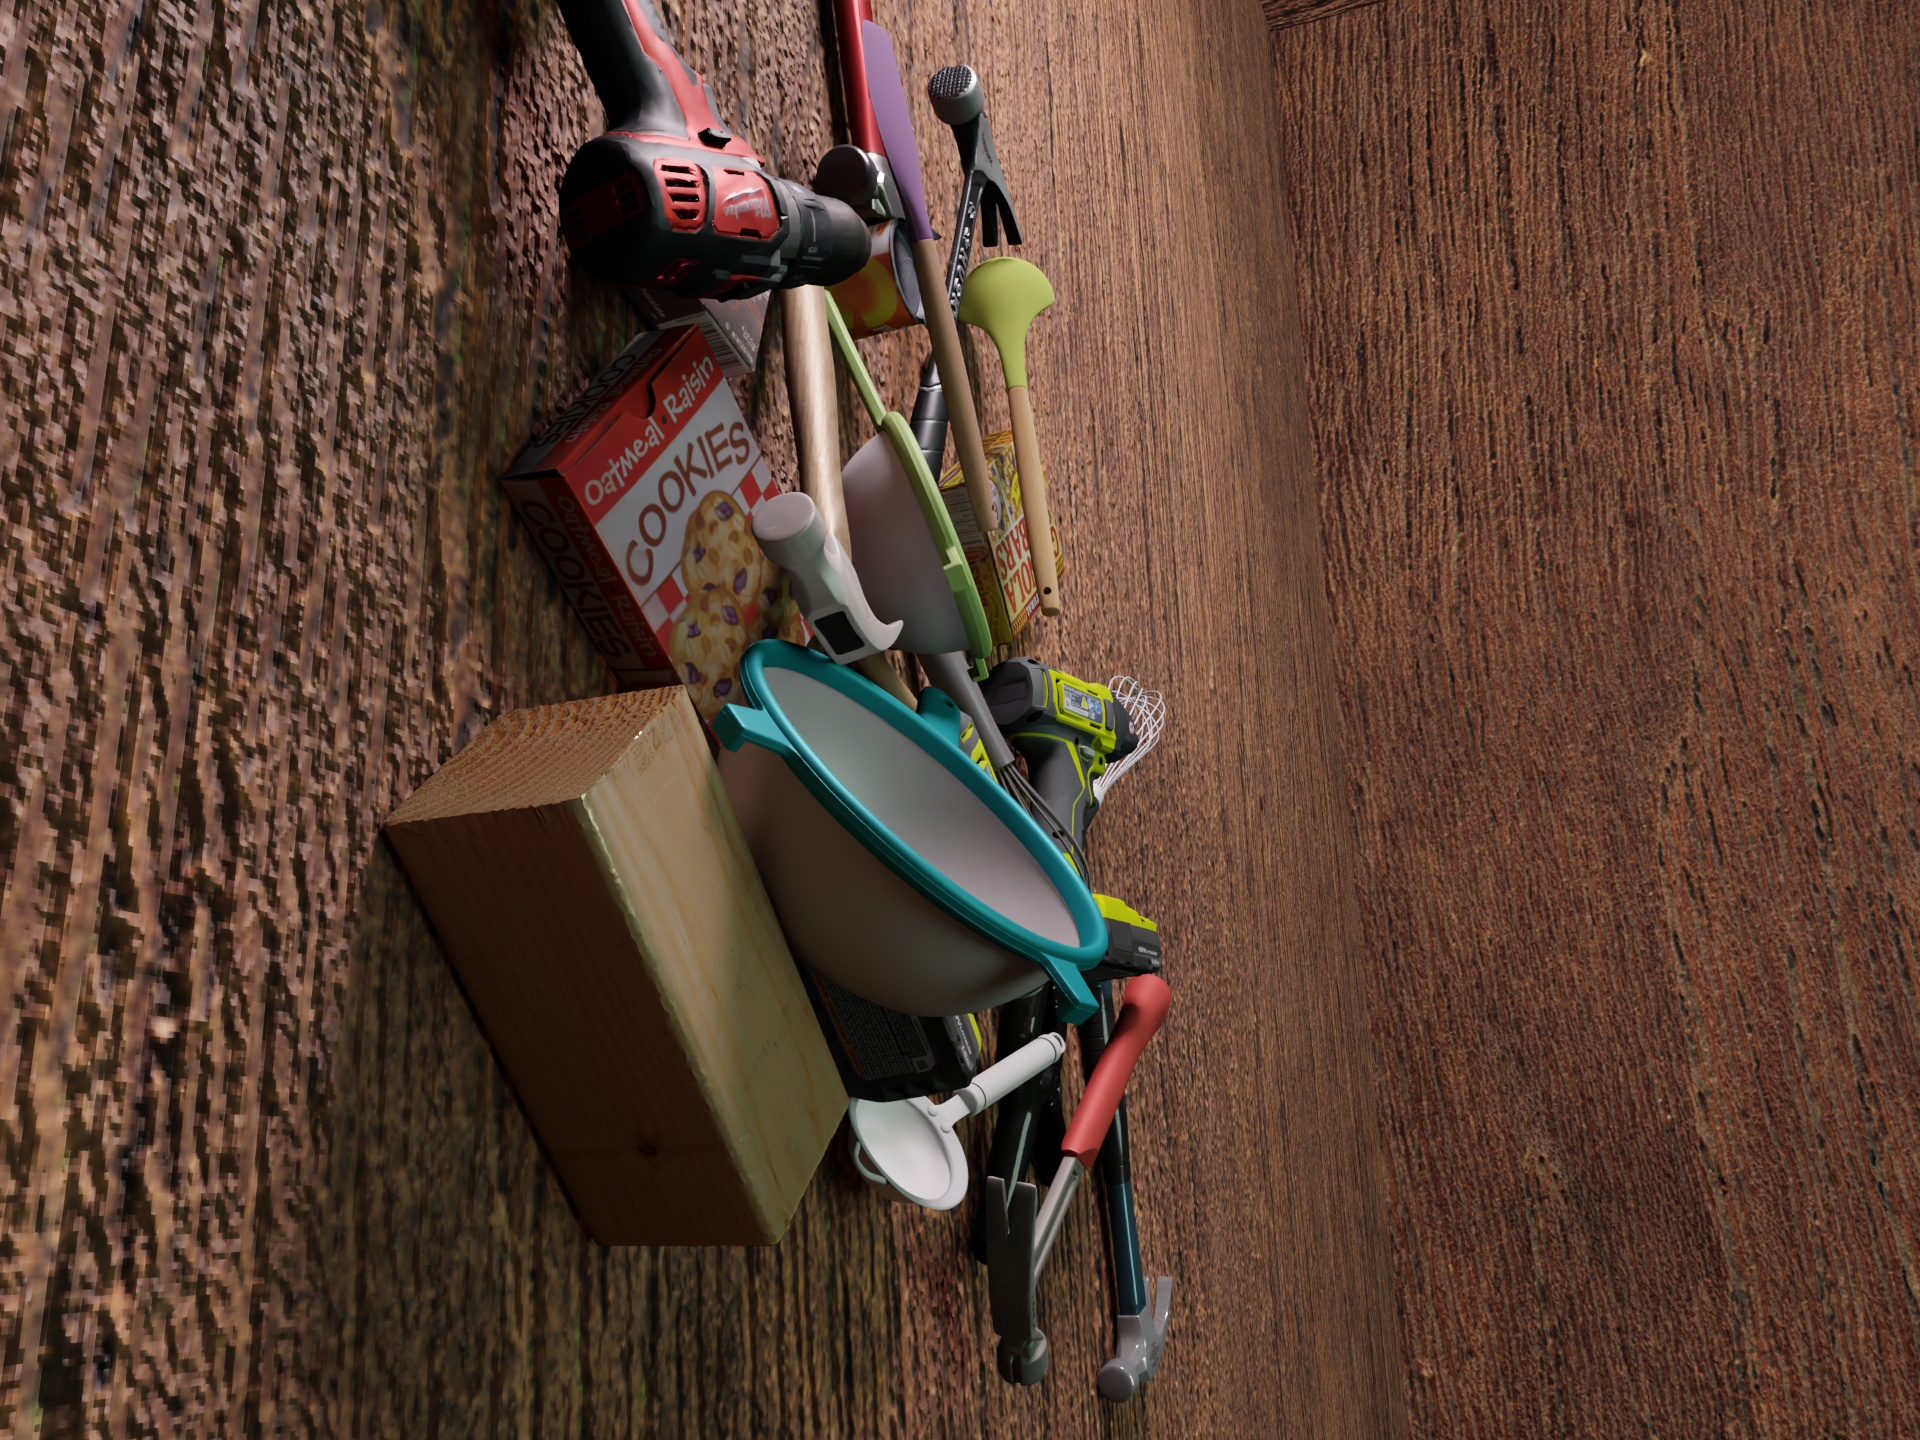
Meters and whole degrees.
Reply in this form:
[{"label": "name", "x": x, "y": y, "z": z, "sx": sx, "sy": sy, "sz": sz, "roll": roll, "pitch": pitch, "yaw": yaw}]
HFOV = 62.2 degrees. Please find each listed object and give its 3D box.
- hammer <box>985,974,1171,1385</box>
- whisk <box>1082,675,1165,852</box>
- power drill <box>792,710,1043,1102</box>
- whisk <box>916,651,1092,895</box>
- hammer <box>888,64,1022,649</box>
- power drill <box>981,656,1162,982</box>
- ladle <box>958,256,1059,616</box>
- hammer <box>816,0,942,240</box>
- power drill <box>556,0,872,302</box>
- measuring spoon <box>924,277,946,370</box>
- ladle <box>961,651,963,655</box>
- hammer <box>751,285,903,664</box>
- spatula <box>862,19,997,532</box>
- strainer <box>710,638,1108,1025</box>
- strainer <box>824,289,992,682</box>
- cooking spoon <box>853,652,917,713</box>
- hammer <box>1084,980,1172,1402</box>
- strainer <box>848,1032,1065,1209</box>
[{"label": "hammer", "x": 0.088, "y": 0.270, "z": 1.088, "sx": 0.359, "sy": 0.037, "sz": 0.149, "roll": -49, "pitch": 140, "yaw": -60}, {"label": "whisk", "x": 0.117, "y": 0.049, "z": 1.340, "sx": 0.285, "sy": 0.070, "sz": 0.070, "roll": -57, "pitch": 135, "yaw": -53}, {"label": "power drill", "x": -0.012, "y": 0.119, "z": 0.930, "sx": 0.190, "sy": 0.080, "sz": 0.228, "roll": 68, "pitch": 23, "yaw": -16}, {"label": "whisk", "x": 0.022, "y": 0.031, "z": 1.051, "sx": 0.239, "sy": 0.055, "sz": 0.055, "roll": 62, "pitch": 22, "yaw": 1}, {"label": "hammer", "x": -0.014, "y": -0.235, "z": 1.072, "sx": 0.149, "sy": 0.036, "sz": 0.409, "roll": 56, "pitch": 39, "yaw": -60}, {"label": "power drill", "x": 0.088, "y": 0.078, "z": 1.186, "sx": 0.171, "sy": 0.080, "sz": 0.223, "roll": 20, "pitch": 61, "yaw": -50}, {"label": "ladle", "x": 0.046, "y": -0.211, "z": 1.164, "sx": 0.062, "sy": 0.078, "sz": 0.320, "roll": 71, "pitch": 11, "yaw": -64}, {"label": "hammer", "x": -0.072, "y": -0.519, "z": 1.081, "sx": 0.143, "sy": 0.038, "sz": 0.386, "roll": 2, "pitch": 80, "yaw": -70}, {"label": "power drill", "x": -0.126, "y": -0.303, "z": 0.733, "sx": 0.188, "sy": 0.080, "sz": 0.227, "roll": -19, "pitch": 93, "yaw": -58}, {"label": "measuring spoon", "x": -0.016, "y": -0.291, "z": 1.181, "sx": 0.034, "sy": 0.018, "sz": 0.124, "roll": 74, "pitch": 13, "yaw": -47}, {"label": "ladle", "x": -0.002, "y": -0.003, "z": 1.088, "sx": 0.069, "sy": 0.031, "sz": 0.315, "roll": 10, "pitch": 71, "yaw": -63}, {"label": "hammer", "x": -0.076, "y": -0.162, "z": 0.838, "sx": 0.129, "sy": 0.031, "sz": 0.332, "roll": 63, "pitch": 13, "yaw": -48}, {"label": "spatula", "x": -0.019, "y": -0.272, "z": 0.988, "sx": 0.060, "sy": 0.018, "sz": 0.316, "roll": -34, "pitch": 112, "yaw": -66}, {"label": "strainer", "x": -0.039, "y": 0.051, "z": 0.787, "sx": 0.211, "sy": 0.095, "sz": 0.340, "roll": 40, "pitch": 10, "yaw": -7}, {"label": "strainer", "x": -0.060, "y": -0.141, "z": 0.930, "sx": 0.151, "sy": 0.069, "sz": 0.257, "roll": 75, "pitch": -9, "yaw": -70}, {"label": "cooking spoon", "x": -0.088, "y": -0.081, "z": 0.903, "sx": 0.318, "sy": 0.017, "sz": 0.069, "roll": 53, "pitch": 35, "yaw": -50}, {"label": "hammer", "x": 0.124, "y": 0.354, "z": 1.270, "sx": 0.128, "sy": 0.033, "sz": 0.331, "roll": 6, "pitch": 77, "yaw": -68}, {"label": "strainer", "x": 0.000, "y": 0.228, "z": 0.935, "sx": 0.087, "sy": 0.050, "sz": 0.258, "roll": 51, "pitch": 29, "yaw": 15}]
